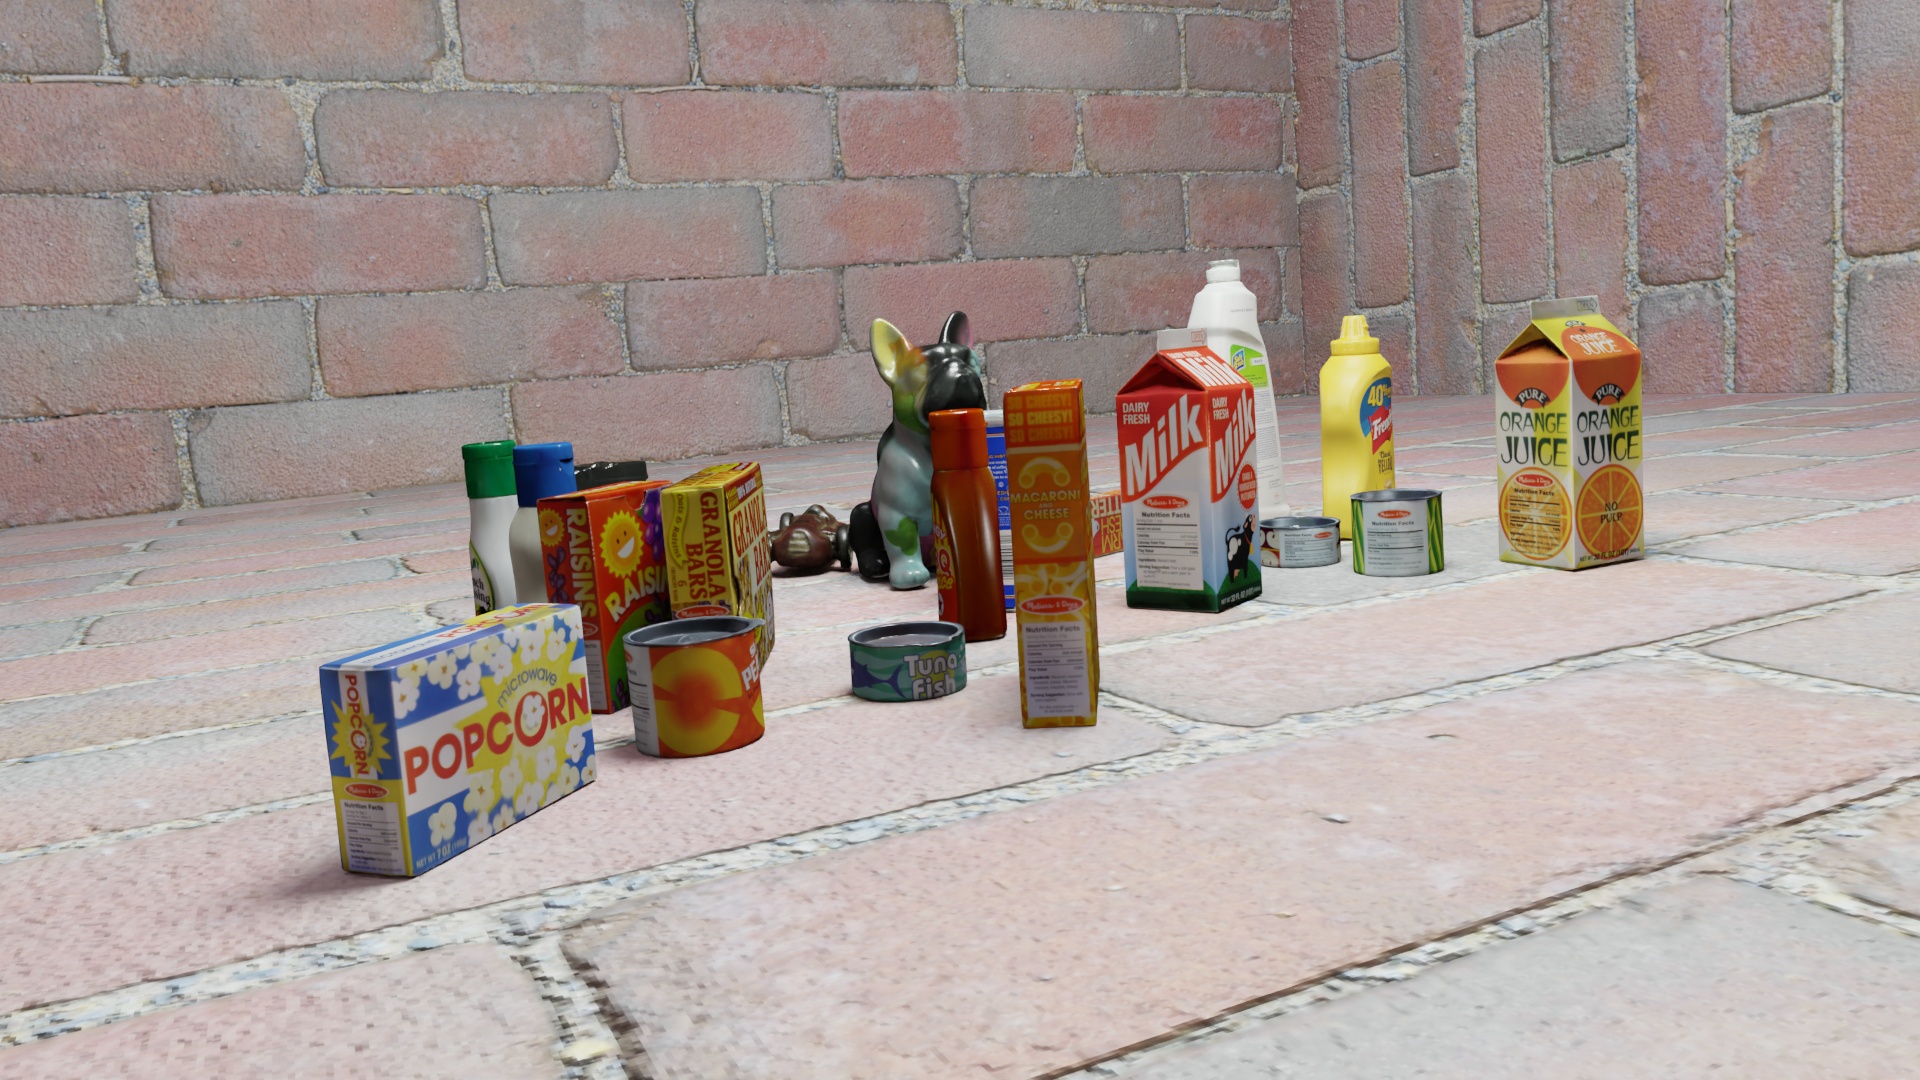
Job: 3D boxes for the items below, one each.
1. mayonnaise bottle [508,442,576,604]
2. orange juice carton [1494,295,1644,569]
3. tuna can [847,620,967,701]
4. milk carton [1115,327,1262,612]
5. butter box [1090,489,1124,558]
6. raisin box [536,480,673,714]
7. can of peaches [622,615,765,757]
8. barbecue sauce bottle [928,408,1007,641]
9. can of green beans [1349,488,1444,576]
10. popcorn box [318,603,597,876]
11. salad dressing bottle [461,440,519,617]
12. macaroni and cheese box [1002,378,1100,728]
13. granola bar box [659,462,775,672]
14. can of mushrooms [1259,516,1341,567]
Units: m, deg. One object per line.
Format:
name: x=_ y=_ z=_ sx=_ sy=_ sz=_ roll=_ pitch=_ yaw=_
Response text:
mayonnaise bottle: x=-0.254 y=0.013 z=0.872 sx=0.041 sy=0.147 sz=0.065 roll=-2 pitch=7 yaw=15
orange juice carton: x=0.442 y=-0.080 z=1.011 sx=0.072 sy=0.192 sz=0.073 roll=-8 pitch=8 yaw=-24
tuna can: x=-0.028 y=0.067 z=0.779 sx=0.071 sy=0.032 sz=0.071 roll=-4 pitch=8 yaw=1
milk carton: x=0.158 y=-0.051 z=0.962 sx=0.073 sy=0.190 sz=0.072 roll=1 pitch=9 yaw=37
butter box: x=0.115 y=-0.012 z=1.210 sx=0.024 sy=0.053 sz=0.104 roll=3 pitch=10 yaw=44
raisin box: x=-0.199 y=0.030 z=0.809 sx=0.040 sy=0.123 sz=0.086 roll=-1 pitch=8 yaw=24
can of peaches: x=-0.132 y=0.073 z=0.703 sx=0.071 sy=0.058 sz=0.071 roll=-4 pitch=8 yaw=1
barbecue sauce bottle: x=0.003 y=-0.011 z=0.911 sx=0.044 sy=0.148 sz=0.065 roll=-6 pitch=7 yaw=-13
can of green beans: x=0.325 y=-0.006 z=1.035 sx=0.071 sy=0.057 sz=0.071 roll=-4 pitch=8 yaw=1
popcorn box: x=-0.209 y=0.080 z=0.593 sx=0.038 sy=0.085 sz=0.127 roll=-2 pitch=8 yaw=20
salad dressing bottle: x=-0.324 y=0.004 z=0.978 sx=0.044 sy=0.147 sz=0.064 roll=-8 pitch=8 yaw=-29
macaroni and cheese box: x=0.049 y=0.001 z=0.729 sx=0.040 sy=0.166 sz=0.124 roll=-3 pitch=7 yaw=7
granola bar box: x=-0.144 y=0.020 z=0.848 sx=0.039 sy=0.124 sz=0.166 roll=-4 pitch=8 yaw=-1
can of mushrooms: x=0.269 y=0.000 z=1.106 sx=0.071 sy=0.033 sz=0.071 roll=-4 pitch=8 yaw=1
